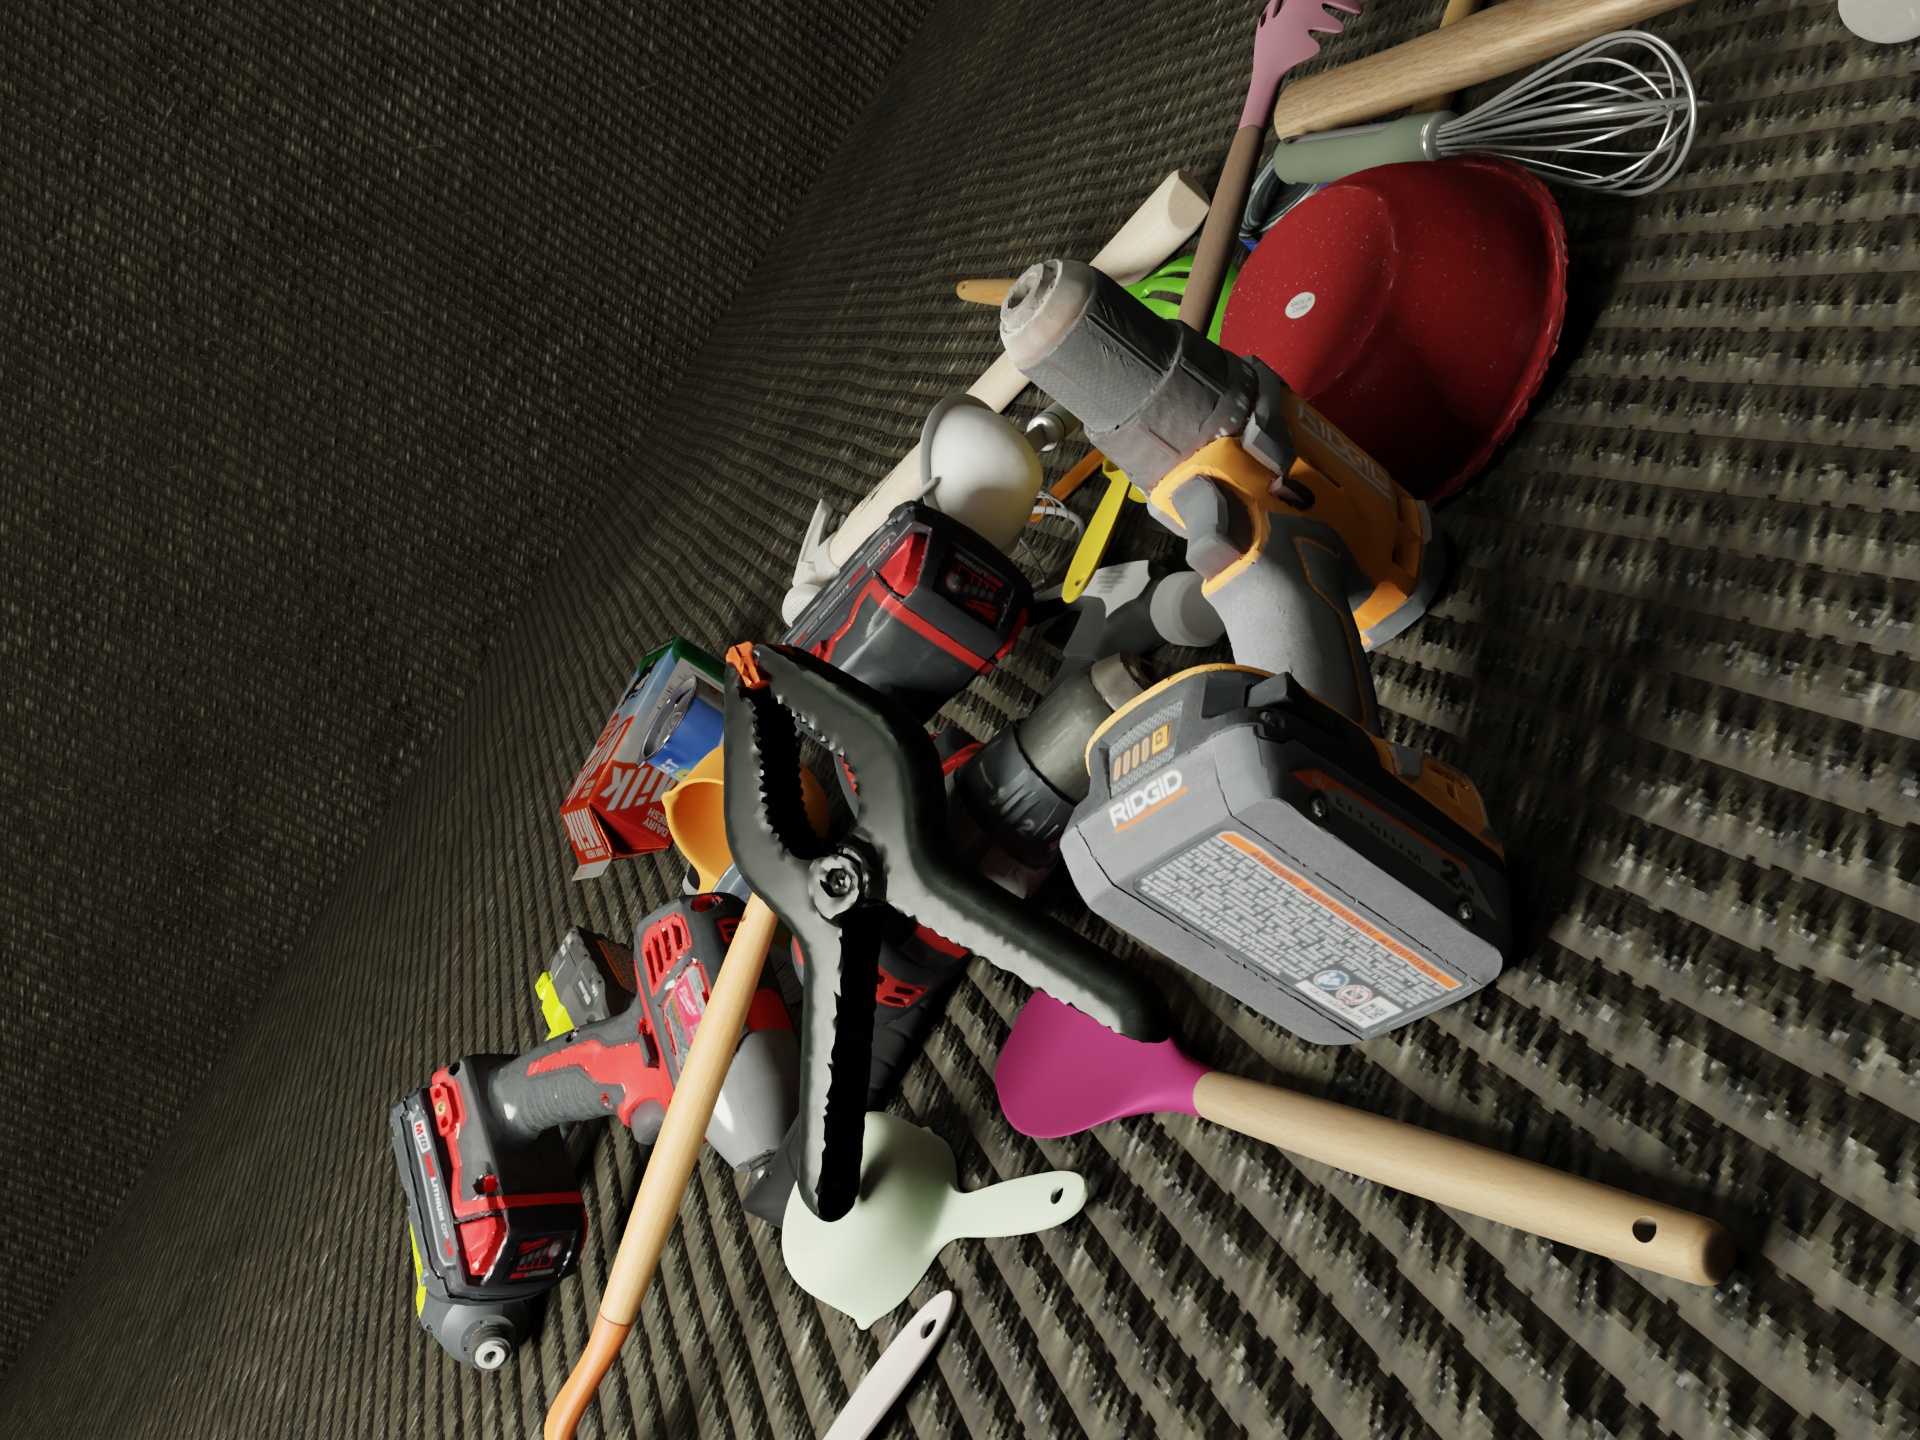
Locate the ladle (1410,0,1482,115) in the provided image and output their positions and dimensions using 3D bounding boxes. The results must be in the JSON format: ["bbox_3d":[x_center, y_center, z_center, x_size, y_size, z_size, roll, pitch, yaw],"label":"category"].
[{"bbox_3d":[0.219,-0.279,0.762,0.069,0.031,0.316,-13,45,47],"label":"ladle"}]

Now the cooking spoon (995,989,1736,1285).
[{"bbox_3d":[0.091,0.118,0.480,0.069,0.017,0.319,-62,22,-14],"label":"cooking spoon"}]

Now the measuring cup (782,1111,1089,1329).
[{"bbox_3d":[-0.015,0.177,0.589,0.167,0.038,0.083,-31,33,51],"label":"measuring cup"}]

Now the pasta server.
[{"bbox_3d":[0.148,-0.275,0.814,0.060,0.040,0.316,-21,44,55],"label":"pasta server"}]

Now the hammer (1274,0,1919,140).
[{"bbox_3d":[0.254,-0.294,0.656,0.331,0.031,0.130,8,63,58],"label":"hammer"}]

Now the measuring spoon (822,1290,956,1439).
[{"bbox_3d":[-0.036,0.257,0.563,0.124,0.018,0.034,-52,21,-9],"label":"measuring spoon"}]

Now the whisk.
[{"bbox_3d":[0.209,-0.246,0.669,0.058,0.059,0.246,-22,22,-19],"label":"whisk"}]

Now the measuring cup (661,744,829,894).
[{"bbox_3d":[-0.132,0.079,0.947,0.052,0.095,0.173,-54,-6,-43],"label":"measuring cup"}]

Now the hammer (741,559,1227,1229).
[{"bbox_3d":[-0.001,0.076,0.712,0.335,0.035,0.146,-60,22,-8],"label":"hammer"}]

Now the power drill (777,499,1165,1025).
[{"bbox_3d":[-0.001,-0.002,0.675,0.188,0.080,0.227,-45,30,23],"label":"power drill"}]

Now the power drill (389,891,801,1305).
[{"bbox_3d":[-0.169,0.194,0.775,0.219,0.078,0.143,-35,63,21],"label":"power drill"}]

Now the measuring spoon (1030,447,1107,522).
[{"bbox_3d":[0.076,-0.142,0.895,0.117,0.011,0.021,-38,28,46],"label":"measuring spoon"}]

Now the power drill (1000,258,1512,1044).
[{"bbox_3d":[0.083,-0.036,0.496,0.084,0.185,0.226,-37,32,37],"label":"power drill"}]

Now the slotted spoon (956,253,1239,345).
[{"bbox_3d":[0.069,-0.258,0.973,0.070,0.031,0.314,-61,30,2],"label":"slotted spoon"}]

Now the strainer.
[{"bbox_3d":[0.043,-0.152,0.841,0.050,0.086,0.258,-10,22,32],"label":"strainer"}]

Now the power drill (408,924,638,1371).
[{"bbox_3d":[-0.238,0.246,0.918,0.223,0.080,0.171,-60,26,0],"label":"power drill"}]

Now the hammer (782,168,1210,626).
[{"bbox_3d":[0.015,-0.224,1.101,0.410,0.038,0.146,-41,25,33],"label":"hammer"}]

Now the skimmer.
[{"bbox_3d":[-0.058,0.002,0.943,0.363,0.090,0.127,-54,12,33],"label":"skimmer"}]

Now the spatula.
[{"bbox_3d":[-0.124,0.222,0.652,0.081,0.041,0.322,21,91,68],"label":"spatula"}]

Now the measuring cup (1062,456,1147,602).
[{"bbox_3d":[0.083,-0.100,0.760,0.062,0.029,0.157,-28,26,44],"label":"measuring cup"}]
